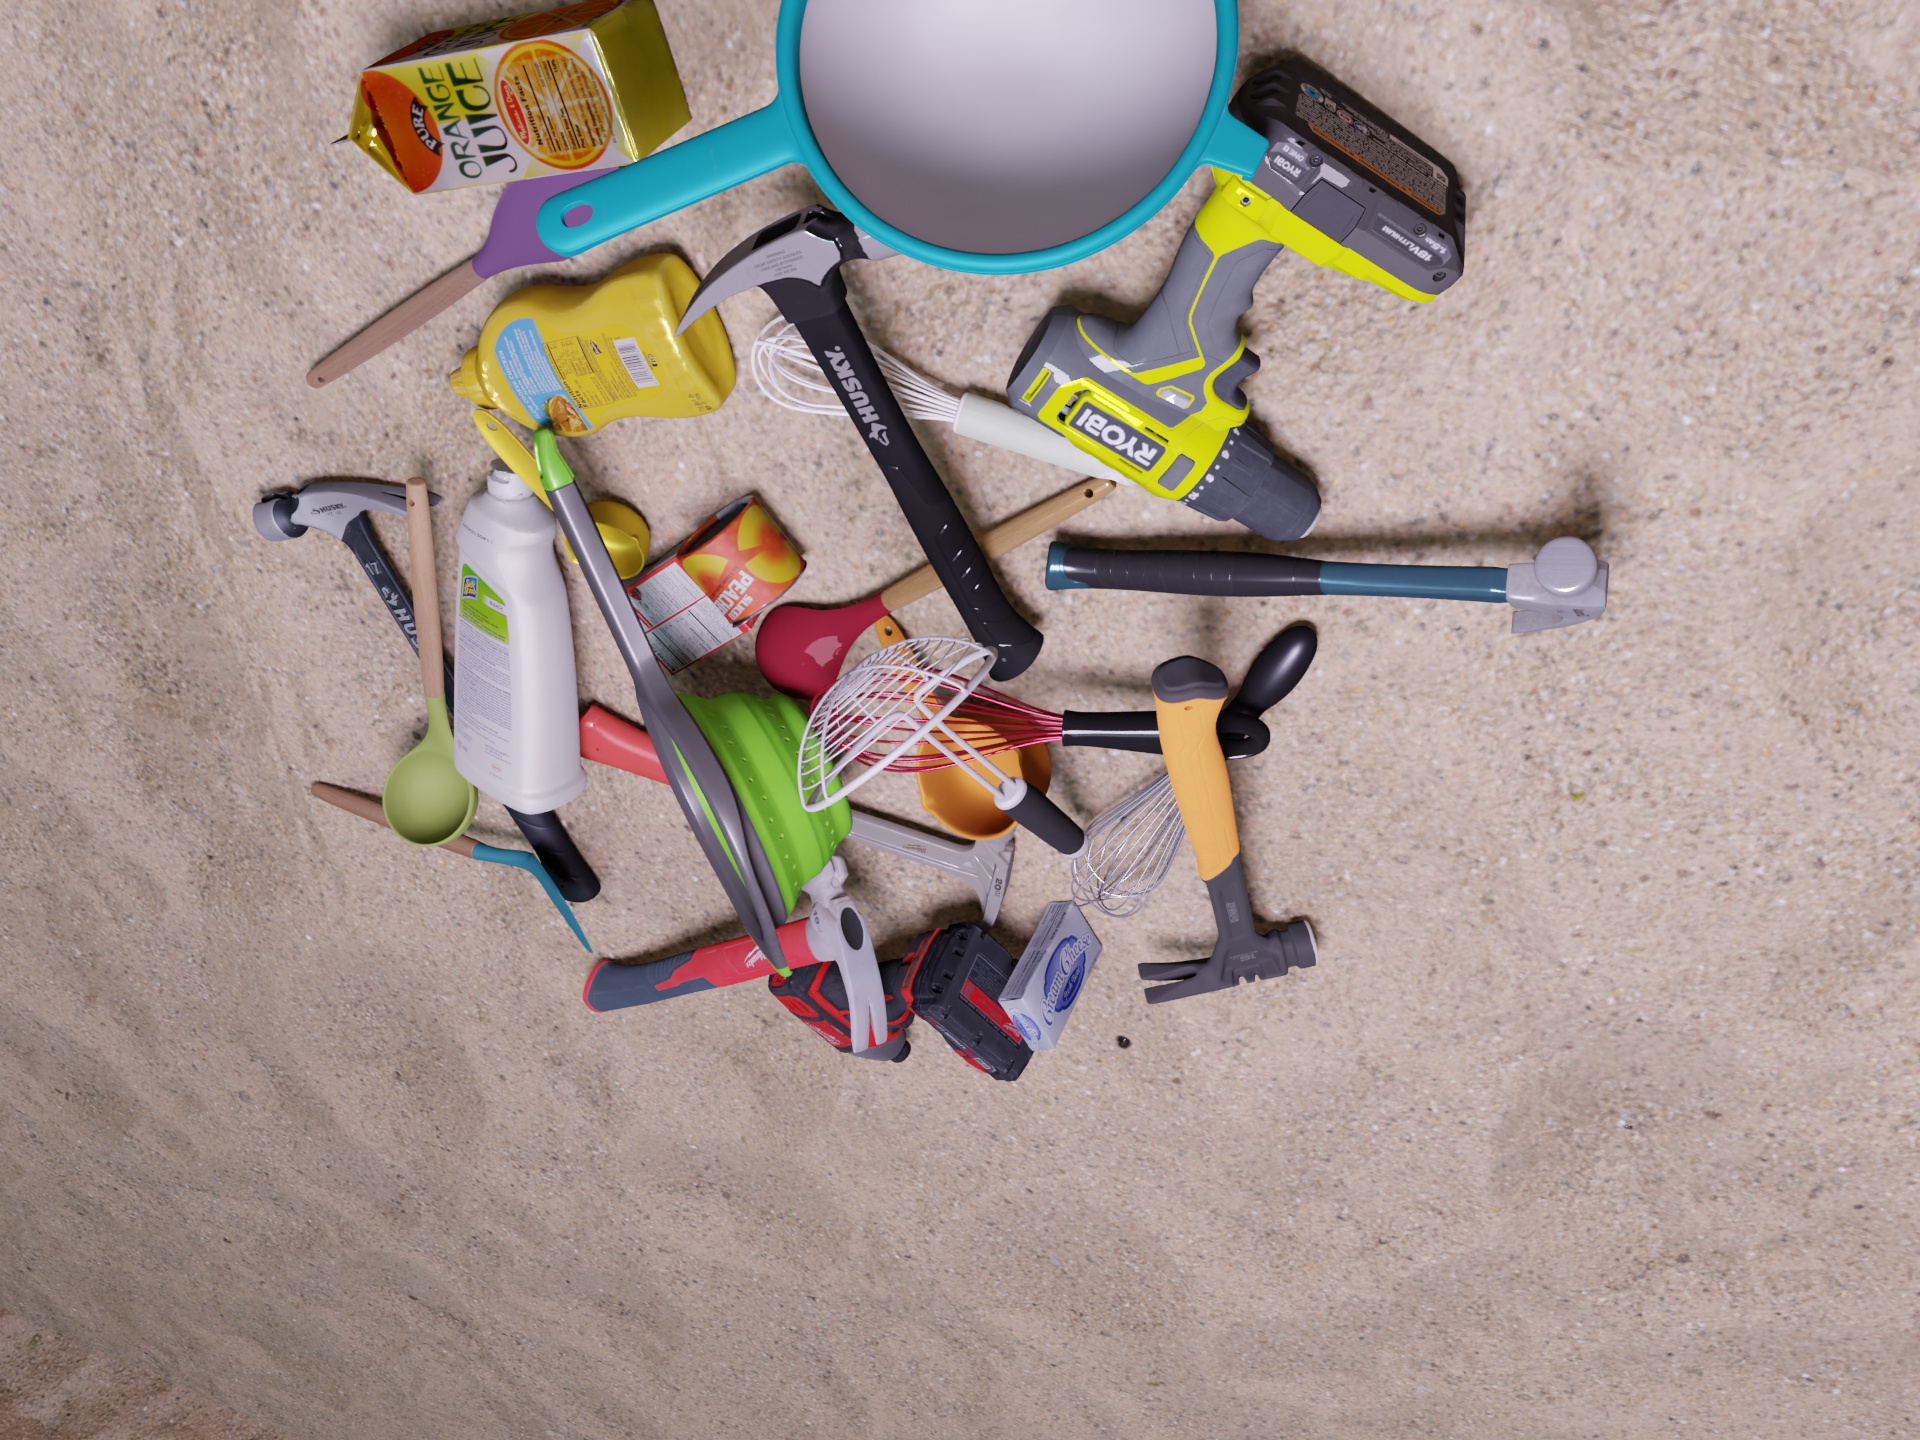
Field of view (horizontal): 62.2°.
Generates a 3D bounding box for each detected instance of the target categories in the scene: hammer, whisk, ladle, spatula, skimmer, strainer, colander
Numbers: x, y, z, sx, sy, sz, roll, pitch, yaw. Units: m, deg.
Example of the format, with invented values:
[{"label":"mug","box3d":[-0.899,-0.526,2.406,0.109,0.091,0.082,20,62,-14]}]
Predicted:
[{"label":"hammer","box3d":[-0.198,0.216,1.298,0.386,0.038,0.143,-22,82,46]},{"label":"whisk","box3d":[0.151,0.039,1.056,0.070,0.070,0.284,30,129,-4]},{"label":"hammer","box3d":[-0.035,-0.144,0.935,0.146,0.035,0.334,-10,134,24]},{"label":"ladle","box3d":[-0.398,-0.035,1.175,0.078,0.062,0.320,21,130,12]},{"label":"ladle","box3d":[-0.027,-0.087,1.040,0.315,0.031,0.069,-25,97,34]},{"label":"spatula","box3d":[-0.321,-0.277,1.007,0.316,0.018,0.059,-19,135,34]},{"label":"hammer","box3d":[0.196,-0.083,0.913,0.331,0.128,0.033,6,86,29]},{"label":"hammer","box3d":[-0.135,0.069,1.211,0.359,0.037,0.149,17,133,7]},{"label":"skimmer","box3d":[0.020,0.045,0.930,0.127,0.090,0.363,-40,149,6]},{"label":"strainer","box3d":[-0.035,-0.287,0.769,0.340,0.095,0.211,-19,88,8]},{"label":"whisk","box3d":[0.047,0.003,1.011,0.296,0.073,0.073,3,129,10]},{"label":"whisk","box3d":[-0.007,-0.185,0.941,0.246,0.059,0.058,18,177,2]},{"label":"hammer","box3d":[0.155,0.079,1.023,0.127,0.034,0.336,-14,139,5]},{"label":"hammer","box3d":[-0.386,-0.011,1.250,0.149,0.036,0.408,-6,126,25]},{"label":"colander","box3d":[-0.166,-0.023,1.068,0.205,0.094,0.396,29,143,65]},{"label":"spatula","box3d":[-0.432,0.109,1.333,0.318,0.044,0.082,17,144,22]}]

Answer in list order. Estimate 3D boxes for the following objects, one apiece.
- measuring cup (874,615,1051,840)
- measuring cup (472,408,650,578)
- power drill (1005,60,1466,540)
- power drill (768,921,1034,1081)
[{"label":"measuring cup","box3d":[-0.002,-0.003,1.094,0.095,0.052,0.173,-32,87,36]},{"label":"measuring cup","box3d":[-0.265,-0.156,1.061,0.062,0.029,0.156,-13,134,31]},{"label":"power drill","box3d":[0.156,-0.202,0.835,0.190,0.080,0.228,29,136,-11]},{"label":"power drill","box3d":[-0.041,0.227,1.256,0.220,0.079,0.143,-12,131,47]}]
